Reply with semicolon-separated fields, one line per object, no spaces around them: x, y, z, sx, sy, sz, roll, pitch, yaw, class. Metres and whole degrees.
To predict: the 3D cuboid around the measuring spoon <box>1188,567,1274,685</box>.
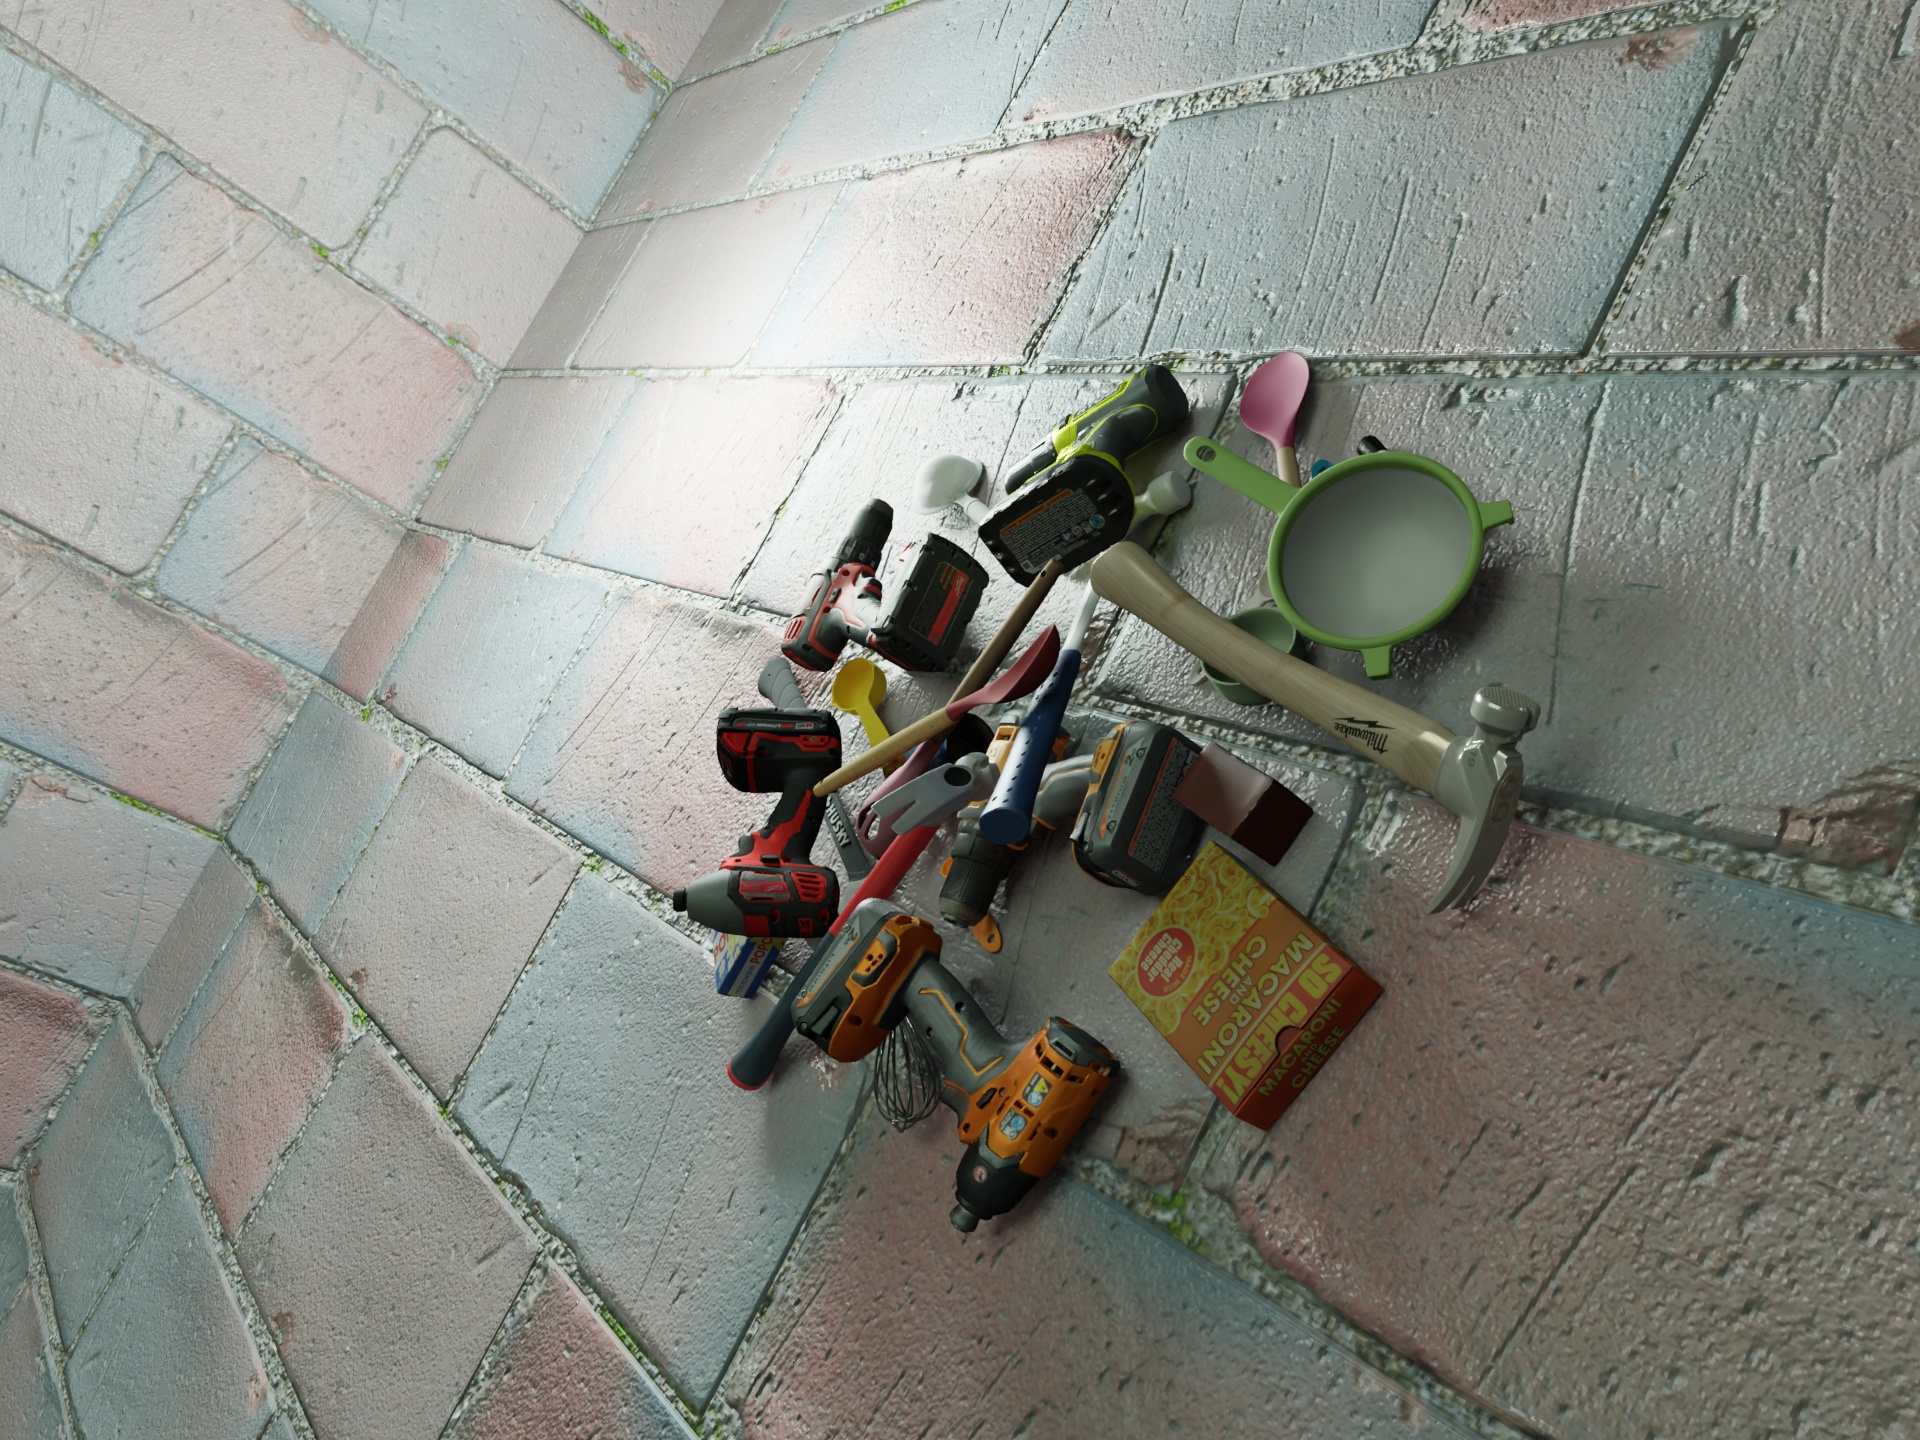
0.223;-0.073;1.249;0.124;0.018;0.034;-52;35;18;measuring spoon

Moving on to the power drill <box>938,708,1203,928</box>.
0.075;0.083;1.242;0.226;0.084;0.185;2;64;55;power drill

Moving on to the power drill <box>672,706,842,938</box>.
-0.175;0.095;1.420;0.143;0.078;0.220;1;50;-1;power drill

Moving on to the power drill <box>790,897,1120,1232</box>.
-0.015;0.251;1.163;0.227;0.084;0.164;33;90;29;power drill

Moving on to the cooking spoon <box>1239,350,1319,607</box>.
0.263;-0.197;1.272;0.069;0.017;0.319;-29;37;29;cooking spoon

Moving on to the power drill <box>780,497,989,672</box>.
-0.073;-0.133;1.532;0.227;0.080;0.188;6;68;55;power drill

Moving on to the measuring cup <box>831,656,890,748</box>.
-0.080;0.002;1.543;0.062;0.029;0.157;-43;49;18;measuring cup

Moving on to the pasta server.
-0.002;-0.004;1.323;0.060;0.040;0.316;50;116;34;pasta server

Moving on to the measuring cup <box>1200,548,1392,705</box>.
0.259;-0.072;1.192;0.167;0.038;0.083;-36;38;1;measuring cup

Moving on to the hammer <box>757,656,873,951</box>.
-0.137;0.051;1.555;0.149;0.036;0.409;-46;36;12;hammer

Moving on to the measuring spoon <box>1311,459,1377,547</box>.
0.298;-0.167;1.234;0.042;0.021;0.129;-41;29;21;measuring spoon

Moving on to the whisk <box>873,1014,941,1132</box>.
-0.053;0.234;1.302;0.055;0.055;0.239;-40;34;21;whisk

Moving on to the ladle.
-0.024;0.004;1.293;0.315;0.031;0.069;-30;21;42;ladle

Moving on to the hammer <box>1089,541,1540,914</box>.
0.217;-0.024;1.105;0.411;0.038;0.146;38;126;49;hammer

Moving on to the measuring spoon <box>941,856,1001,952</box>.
0.011;0.154;1.323;0.021;0.011;0.117;-45;40;11;measuring spoon

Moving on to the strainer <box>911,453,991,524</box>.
0.010;-0.218;1.593;0.087;0.050;0.259;-40;39;-2;strainer

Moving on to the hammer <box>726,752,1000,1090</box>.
-0.106;0.182;1.296;0.038;0.143;0.386;44;121;14;hammer

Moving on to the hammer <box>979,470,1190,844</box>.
0.085;-0.054;1.281;0.144;0.035;0.406;-26;27;38;hammer

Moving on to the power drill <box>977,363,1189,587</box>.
0.096;-0.212;1.405;0.190;0.080;0.229;-28;20;33;power drill

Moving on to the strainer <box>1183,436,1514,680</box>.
0.266;-0.136;1.159;0.257;0.069;0.151;39;92;37;strainer
